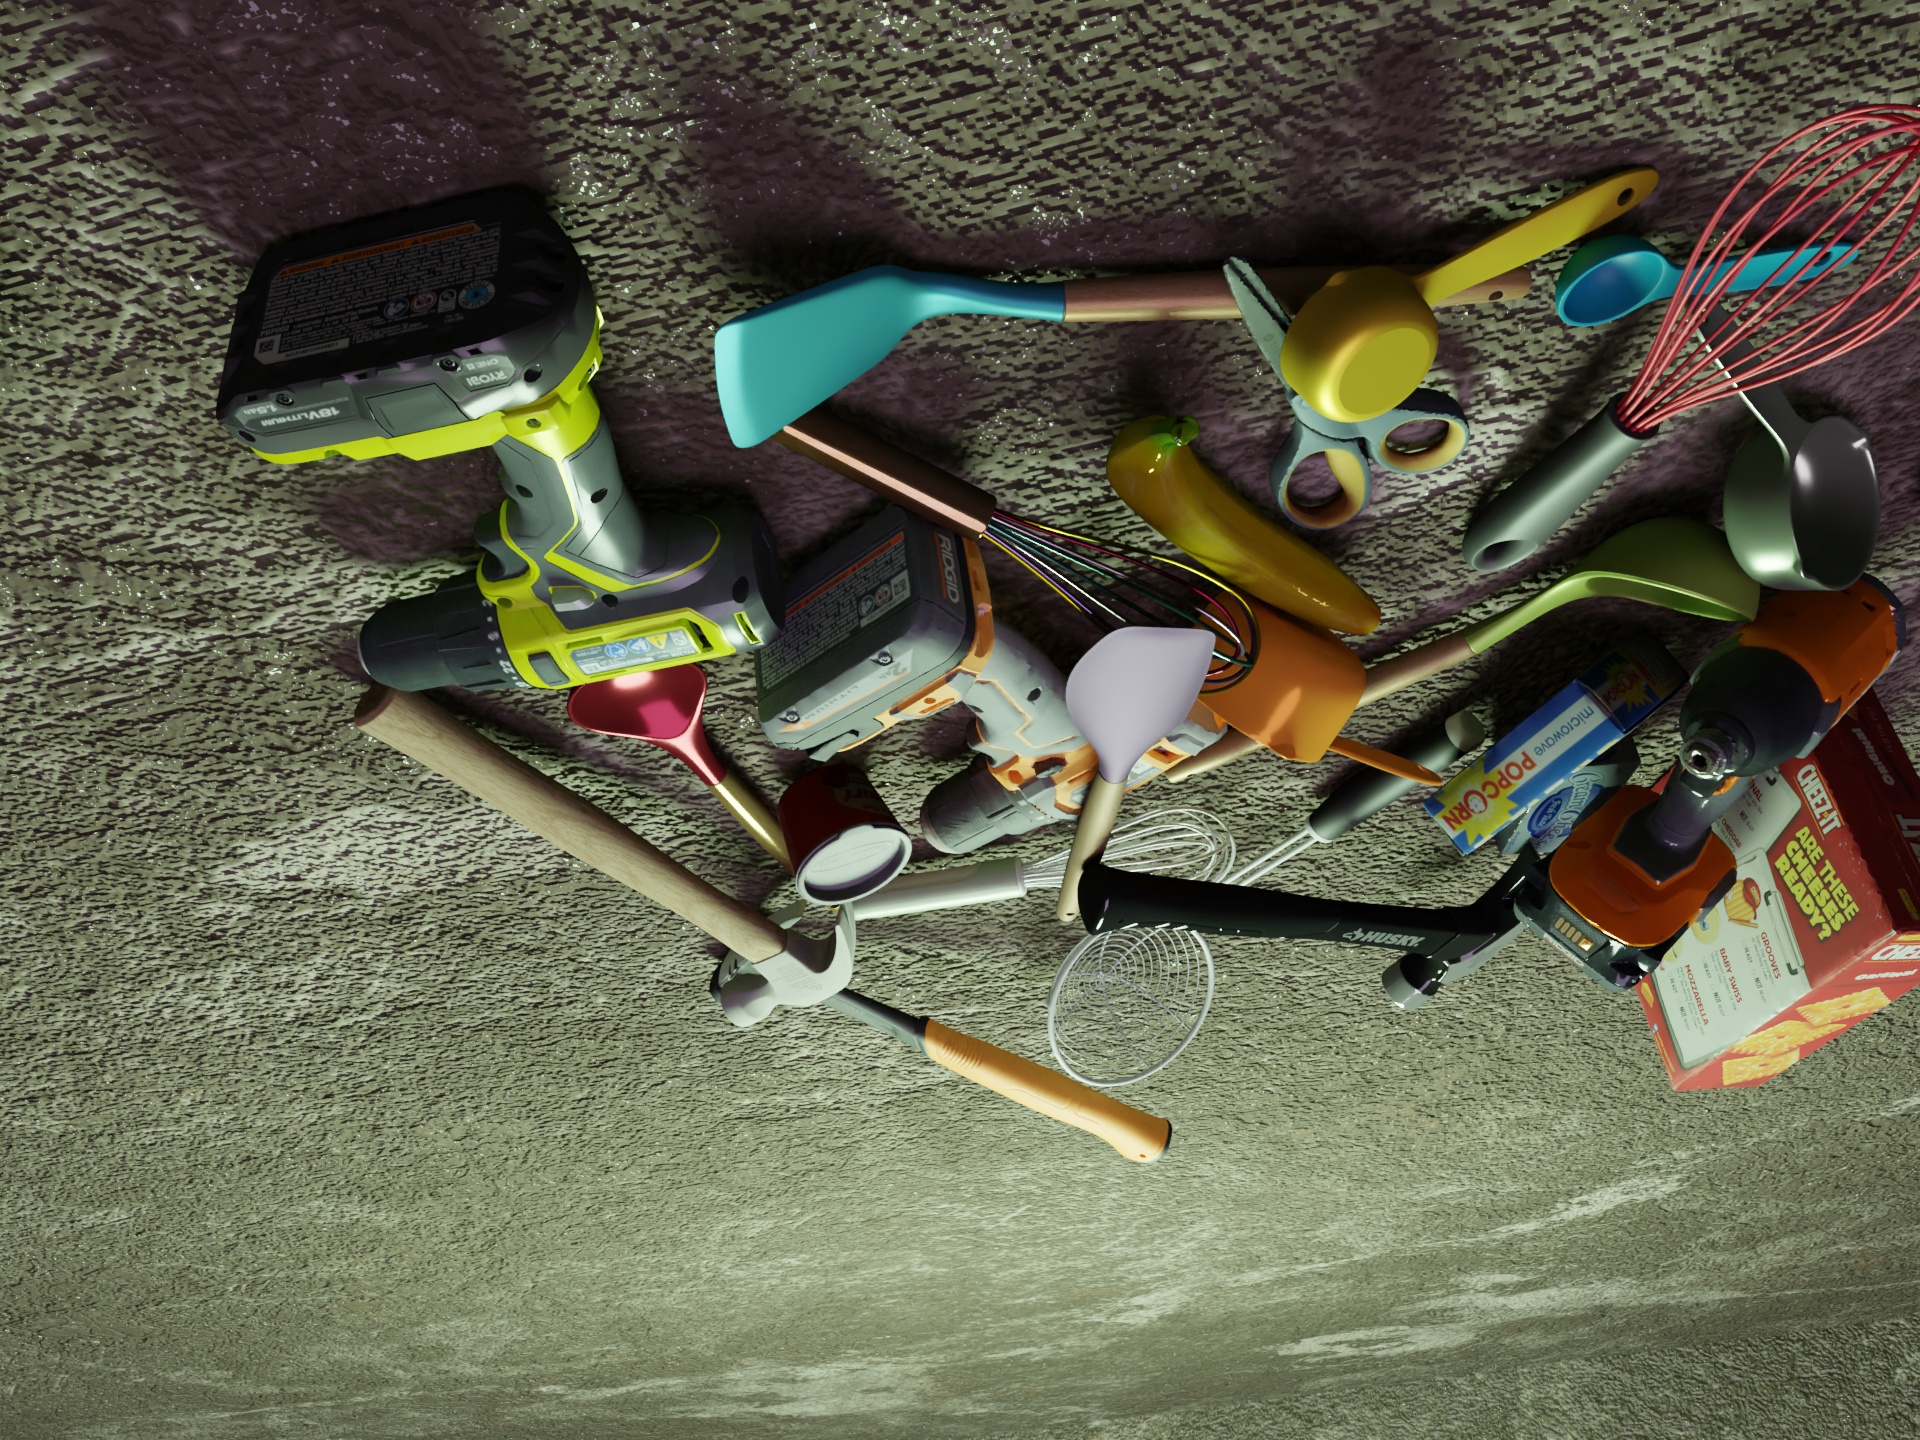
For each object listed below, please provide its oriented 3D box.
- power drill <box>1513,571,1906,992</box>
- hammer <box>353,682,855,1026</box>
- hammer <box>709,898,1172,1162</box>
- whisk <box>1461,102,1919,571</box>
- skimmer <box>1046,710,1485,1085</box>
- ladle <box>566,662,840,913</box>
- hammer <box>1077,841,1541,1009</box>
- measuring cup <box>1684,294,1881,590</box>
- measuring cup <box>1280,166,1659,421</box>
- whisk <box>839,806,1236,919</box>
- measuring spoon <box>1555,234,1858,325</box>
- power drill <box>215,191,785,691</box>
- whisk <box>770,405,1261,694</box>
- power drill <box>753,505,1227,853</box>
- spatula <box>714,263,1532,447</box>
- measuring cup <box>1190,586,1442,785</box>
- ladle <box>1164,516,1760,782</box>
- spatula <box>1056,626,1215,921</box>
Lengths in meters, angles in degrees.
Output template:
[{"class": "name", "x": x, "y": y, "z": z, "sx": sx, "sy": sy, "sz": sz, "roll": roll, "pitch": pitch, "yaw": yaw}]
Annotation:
[{"class": "power drill", "x": 0.374, "y": 0.038, "z": 0.814, "sx": 0.164, "sy": 0.084, "sz": 0.226, "roll": -31, "pitch": 150, "yaw": -35}, {"class": "hammer", "x": -0.184, "y": 0.074, "z": 0.877, "sx": 0.130, "sy": 0.031, "sz": 0.331, "roll": -27, "pitch": 131, "yaw": 30}, {"class": "hammer", "x": 0.003, "y": 0.220, "z": 1.071, "sx": 0.336, "sy": 0.034, "sz": 0.127, "roll": 27, "pitch": 142, "yaw": -15}, {"class": "whisk", "x": 0.281, "y": -0.131, "z": 0.633, "sx": 0.073, "sy": 0.073, "sz": 0.295, "roll": 3, "pitch": 157, "yaw": -12}, {"class": "skimmer", "x": 0.186, "y": 0.119, "z": 0.980, "sx": 0.127, "sy": 0.090, "sz": 0.363, "roll": 18, "pitch": 140, "yaw": -29}, {"class": "ladle", "x": -0.124, "y": 0.042, "z": 0.885, "sx": 0.069, "sy": 0.031, "sz": 0.315, "roll": -24, "pitch": 145, "yaw": 6}, {"class": "hammer", "x": 0.205, "y": 0.112, "z": 0.926, "sx": 0.334, "sy": 0.035, "sz": 0.146, "roll": 10, "pitch": 135, "yaw": -34}, {"class": "measuring cup", "x": 0.341, "y": -0.122, "z": 0.688, "sx": 0.167, "sy": 0.083, "sz": 0.038, "roll": 42, "pitch": 160, "yaw": -25}, {"class": "measuring cup", "x": 0.195, "y": -0.161, "z": 0.593, "sx": 0.156, "sy": 0.029, "sz": 0.062, "roll": -27, "pitch": 143, "yaw": 4}, {"class": "whisk", "x": 0.044, "y": 0.093, "z": 0.968, "sx": 0.246, "sy": 0.058, "sz": 0.059, "roll": -10, "pitch": 111, "yaw": 9}, {"class": "measuring spoon", "x": 0.292, "y": -0.182, "z": 0.626, "sx": 0.128, "sy": 0.021, "sz": 0.042, "roll": -9, "pitch": 154, "yaw": -10}, {"class": "power drill", "x": -0.192, "y": -0.088, "z": 0.644, "sx": 0.190, "sy": 0.080, "sz": 0.228, "roll": -10, "pitch": 148, "yaw": 7}, {"class": "whisk", "x": 0.028, "y": -0.073, "z": 0.685, "sx": 0.244, "sy": 0.051, "sz": 0.047, "roll": 25, "pitch": 120, "yaw": -17}, {"class": "power drill", "x": -0.001, "y": -0.003, "z": 0.793, "sx": 0.185, "sy": 0.084, "sz": 0.226, "roll": -30, "pitch": 143, "yaw": 32}, {"class": "spatula", "x": 0.066, "y": -0.152, "z": 0.610, "sx": 0.317, "sy": 0.044, "sz": 0.082, "roll": -4, "pitch": 158, "yaw": -4}, {"class": "measuring cup", "x": 0.186, "y": -0.013, "z": 0.783, "sx": 0.173, "sy": 0.095, "sz": 0.052, "roll": 20, "pitch": 113, "yaw": -25}, {"class": "ladle", "x": 0.242, "y": -0.019, "z": 0.819, "sx": 0.320, "sy": 0.062, "sz": 0.078, "roll": -27, "pitch": 157, "yaw": 33}, {"class": "spatula", "x": 0.070, "y": 0.036, "z": 0.793, "sx": 0.060, "sy": 0.018, "sz": 0.315, "roll": 2, "pitch": 151, "yaw": -3}]
